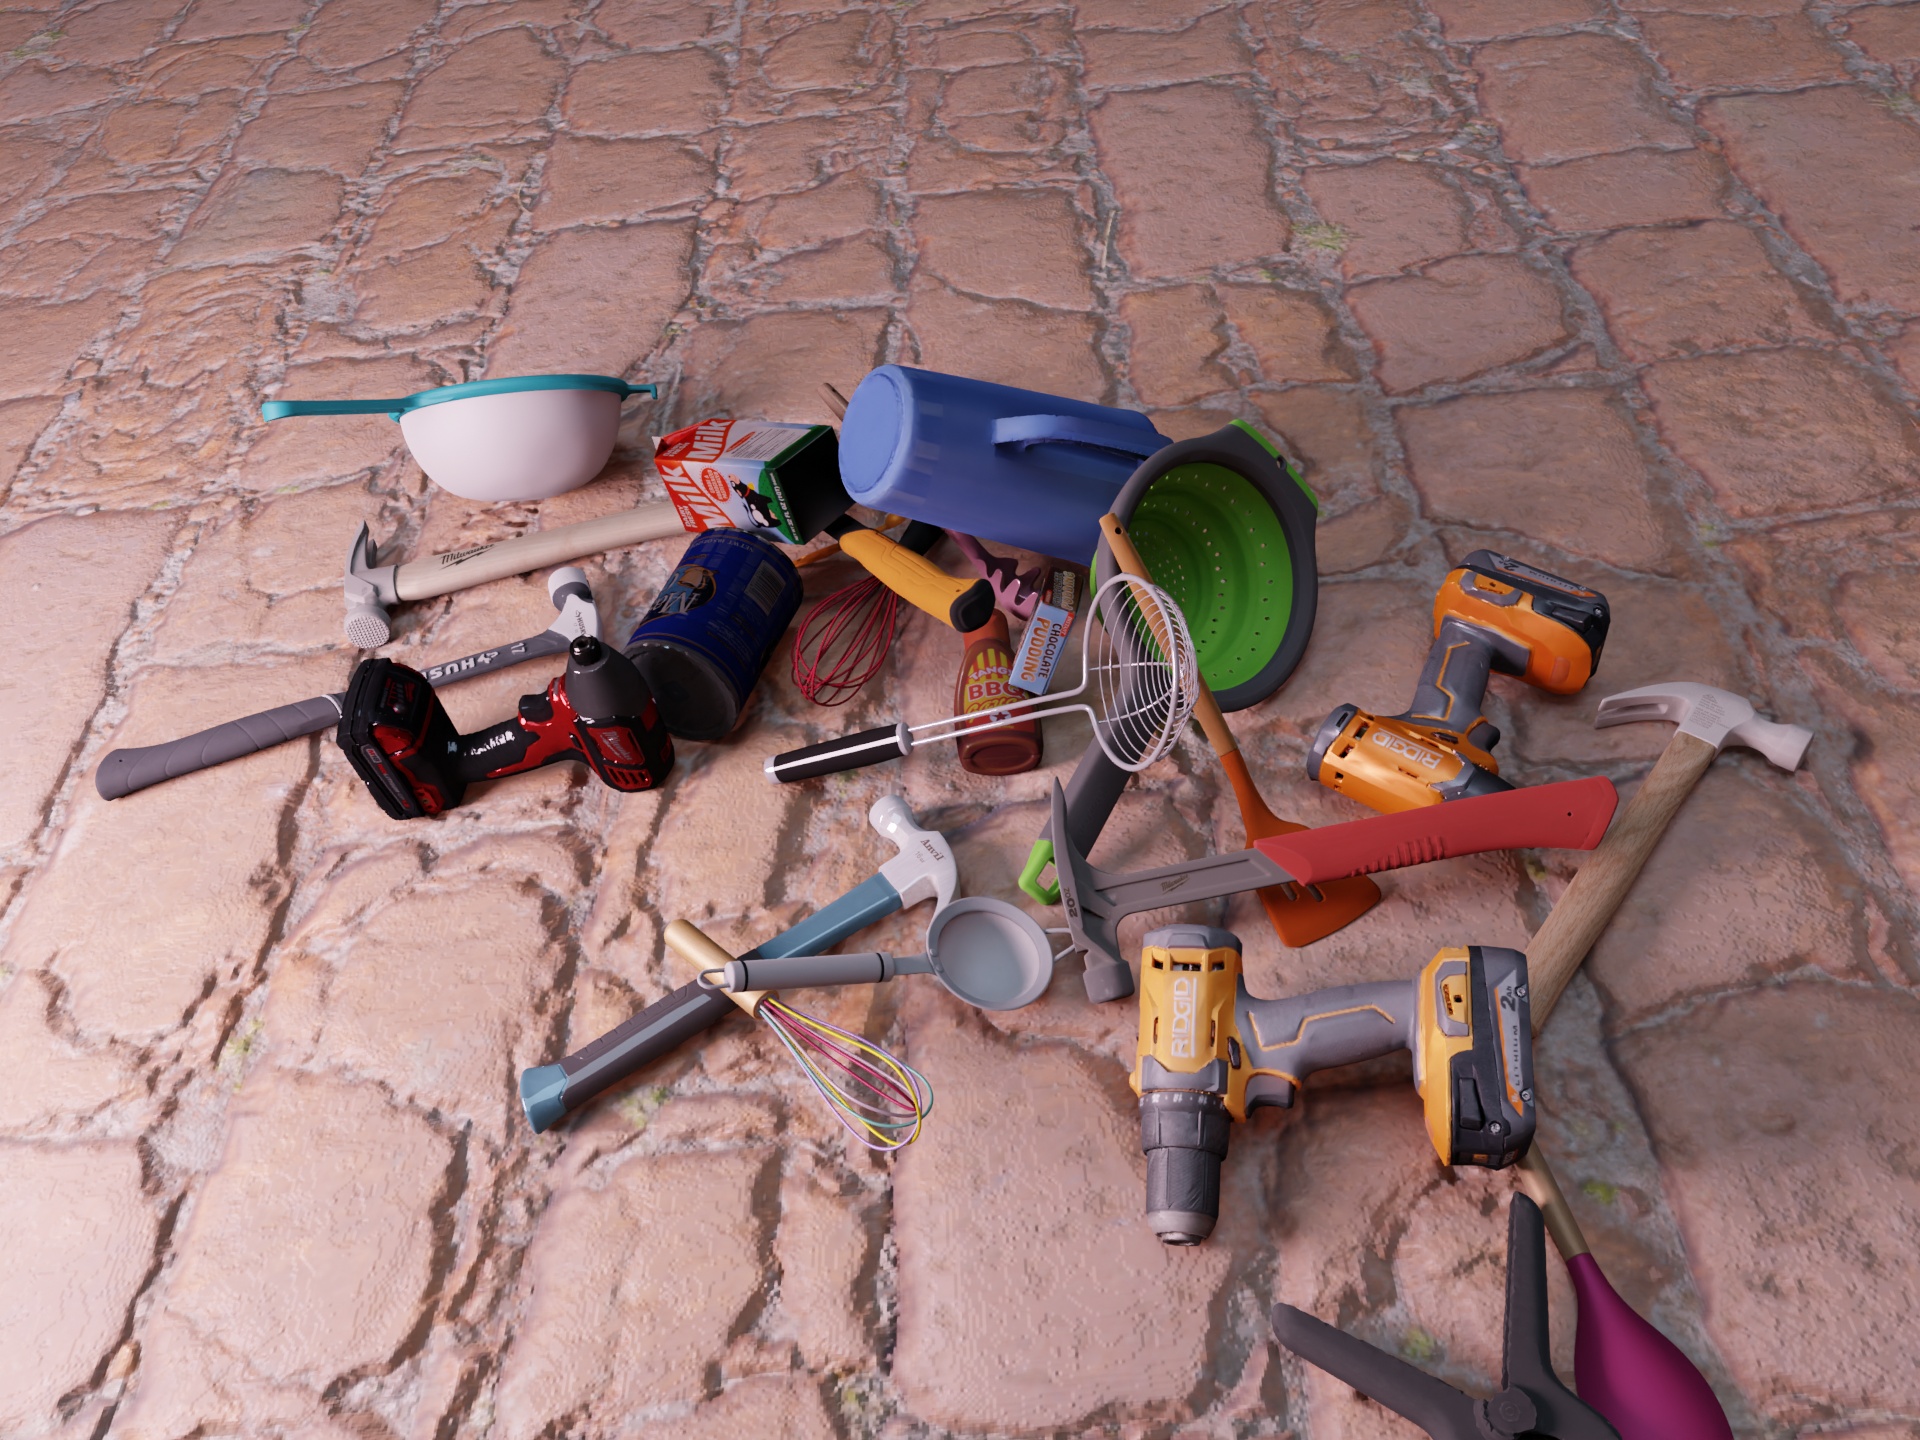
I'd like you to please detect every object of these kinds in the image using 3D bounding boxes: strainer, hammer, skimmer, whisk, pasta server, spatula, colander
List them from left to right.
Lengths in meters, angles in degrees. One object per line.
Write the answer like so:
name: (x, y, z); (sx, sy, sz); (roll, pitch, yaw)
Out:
hammer: (-0.487, -0.012, 1.287); (0.409, 0.036, 0.149); (-18, 48, -9)
strainer: (-0.434, -0.235, 1.376); (0.211, 0.095, 0.340); (-4, 7, 38)
hammer: (-0.337, -0.166, 1.411); (0.410, 0.038, 0.146); (-14, 45, -6)
hammer: (-0.143, 0.170, 1.064); (0.331, 0.033, 0.128); (-30, 49, -19)
whisk: (-0.106, 0.185, 0.989); (0.051, 0.047, 0.245); (-40, 48, -25)
hammer: (-0.076, -0.132, 1.251); (0.127, 0.034, 0.337); (-32, 33, -15)
whisk: (-0.061, -0.113, 1.307); (0.073, 0.073, 0.296); (13, 45, 20)
strainer: (-0.043, 0.156, 1.009); (0.258, 0.050, 0.087); (1, 49, -28)
pasta server: (-0.020, -0.186, 1.330); (0.316, 0.040, 0.060); (49, 32, 22)
skimmer: (-0.002, -0.003, 1.087); (0.363, 0.090, 0.127); (-14, 78, 28)
colander: (0.127, -0.040, 1.181); (0.094, 0.204, 0.397); (-3, 52, 58)
spatula: (0.177, -0.001, 1.090); (0.081, 0.041, 0.323); (-26, 85, -16)
hammer: (0.241, 0.076, 1.033); (0.359, 0.036, 0.149); (-12, 80, 2)
hammer: (0.440, 0.085, 1.060); (0.130, 0.031, 0.331); (28, 57, 30)

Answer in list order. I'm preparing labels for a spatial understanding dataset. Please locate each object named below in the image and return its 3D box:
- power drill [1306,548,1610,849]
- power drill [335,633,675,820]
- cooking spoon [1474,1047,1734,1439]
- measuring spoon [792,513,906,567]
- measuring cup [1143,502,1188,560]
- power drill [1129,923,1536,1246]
power drill: (0.372, -0.008, 1.129); (0.164, 0.084, 0.226); (28, 60, 28)
power drill: (-0.334, 0.001, 1.178); (0.219, 0.143, 0.079); (-7, 49, 5)
cooking spoon: (0.337, 0.280, 0.898); (0.068, 0.017, 0.319); (-14, 46, -3)
measuring spoon: (-0.099, -0.154, 1.351); (0.117, 0.011, 0.021); (-20, 23, 20)
measuring cup: (0.148, -0.206, 1.374); (0.083, 0.038, 0.168); (-11, 48, -2)
power drill: (0.211, 0.214, 0.924); (0.226, 0.084, 0.185); (0, 62, 15)
